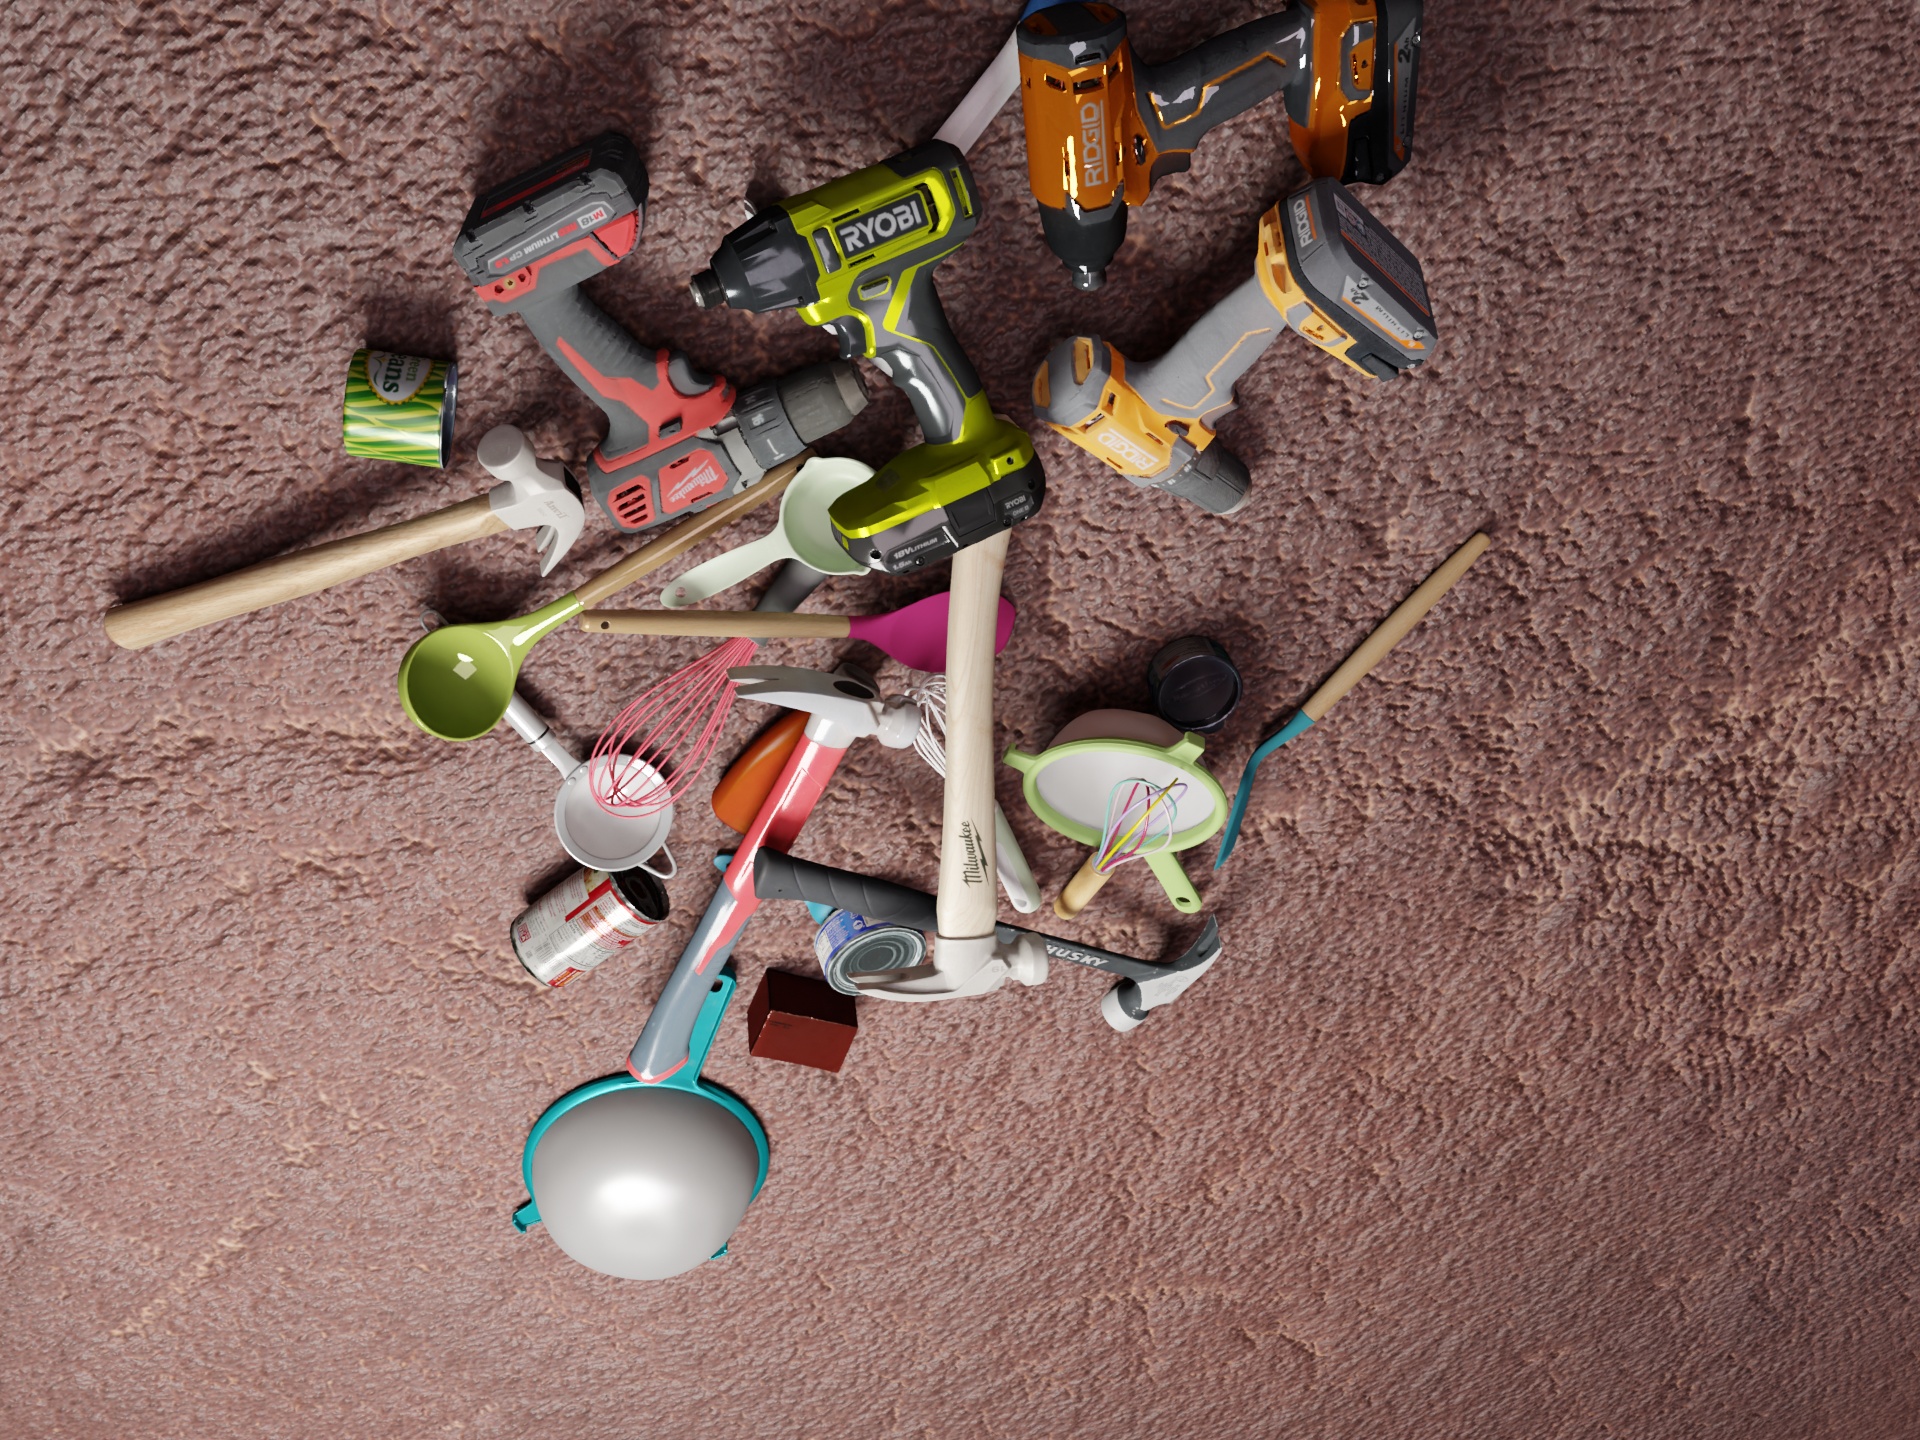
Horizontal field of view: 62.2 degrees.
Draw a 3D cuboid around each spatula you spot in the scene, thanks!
[{"bbox_3d":[0.290,-0.015,1.204,0.044,0.082,0.317,45,106,11],"label":"spatula"}]

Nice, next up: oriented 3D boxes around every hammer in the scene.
[{"bbox_3d":[-0.398,-0.103,1.026,0.331,0.031,0.130,-16,158,10],"label":"hammer"},{"bbox_3d":[-0.002,-0.003,1.095,0.146,0.038,0.410,-3,104,-22],"label":"hammer"},{"bbox_3d":[-0.175,0.124,1.164,0.143,0.038,0.386,12,122,-33],"label":"hammer"},{"bbox_3d":[0.033,-0.396,0.932,0.144,0.035,0.405,33,112,-25],"label":"hammer"},{"bbox_3d":[0.023,0.158,1.211,0.408,0.036,0.149,19,136,-31],"label":"hammer"}]

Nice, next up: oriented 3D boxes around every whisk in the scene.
[{"bbox_3d":[0.110,0.101,1.189,0.051,0.047,0.244,16,150,-7],"label":"whisk"},{"bbox_3d":[0.015,0.062,1.210,0.058,0.059,0.246,5,136,34],"label":"whisk"},{"bbox_3d":[-0.158,-0.045,1.103,0.073,0.073,0.296,36,101,-26],"label":"whisk"}]

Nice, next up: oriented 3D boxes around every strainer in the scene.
[{"bbox_3d":[-0.245,0.355,1.321,0.211,0.095,0.340,14,120,-17],"label":"strainer"},{"bbox_3d":[0.145,0.063,1.222,0.151,0.069,0.256,-4,145,24],"label":"strainer"},{"bbox_3d":[-0.293,0.017,1.137,0.087,0.050,0.258,-44,115,-14],"label":"strainer"}]

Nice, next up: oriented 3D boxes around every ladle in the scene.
[{"bbox_3d":[-0.230,-0.090,1.055,0.320,0.062,0.078,-31,120,2],"label":"ladle"}]

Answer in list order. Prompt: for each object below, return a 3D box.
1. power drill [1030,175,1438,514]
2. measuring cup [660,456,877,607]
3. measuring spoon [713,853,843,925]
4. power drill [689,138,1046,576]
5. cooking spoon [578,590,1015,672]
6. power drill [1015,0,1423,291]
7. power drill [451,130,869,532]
[{"bbox_3d":[0.184,-0.217,1.003,0.185,0.084,0.226,26,139,-38],"label":"power drill"},{"bbox_3d":[-0.121,-0.115,1.052,0.167,0.038,0.083,-25,97,3],"label":"measuring cup"},{"bbox_3d":[-0.135,0.134,1.243,0.128,0.021,0.042,24,115,-24],"label":"measuring spoon"},{"bbox_3d":[-0.049,-0.209,0.952,0.171,0.080,0.223,-25,118,-8],"label":"power drill"},{"bbox_3d":[-0.101,-0.065,1.078,0.318,0.017,0.068,-1,123,-30],"label":"cooking spoon"},{"bbox_3d":[0.148,-0.348,0.936,0.226,0.084,0.164,-15,133,-7],"label":"power drill"},{"bbox_3d":[-0.179,-0.236,0.973,0.188,0.080,0.226,-23,126,9],"label":"power drill"}]
